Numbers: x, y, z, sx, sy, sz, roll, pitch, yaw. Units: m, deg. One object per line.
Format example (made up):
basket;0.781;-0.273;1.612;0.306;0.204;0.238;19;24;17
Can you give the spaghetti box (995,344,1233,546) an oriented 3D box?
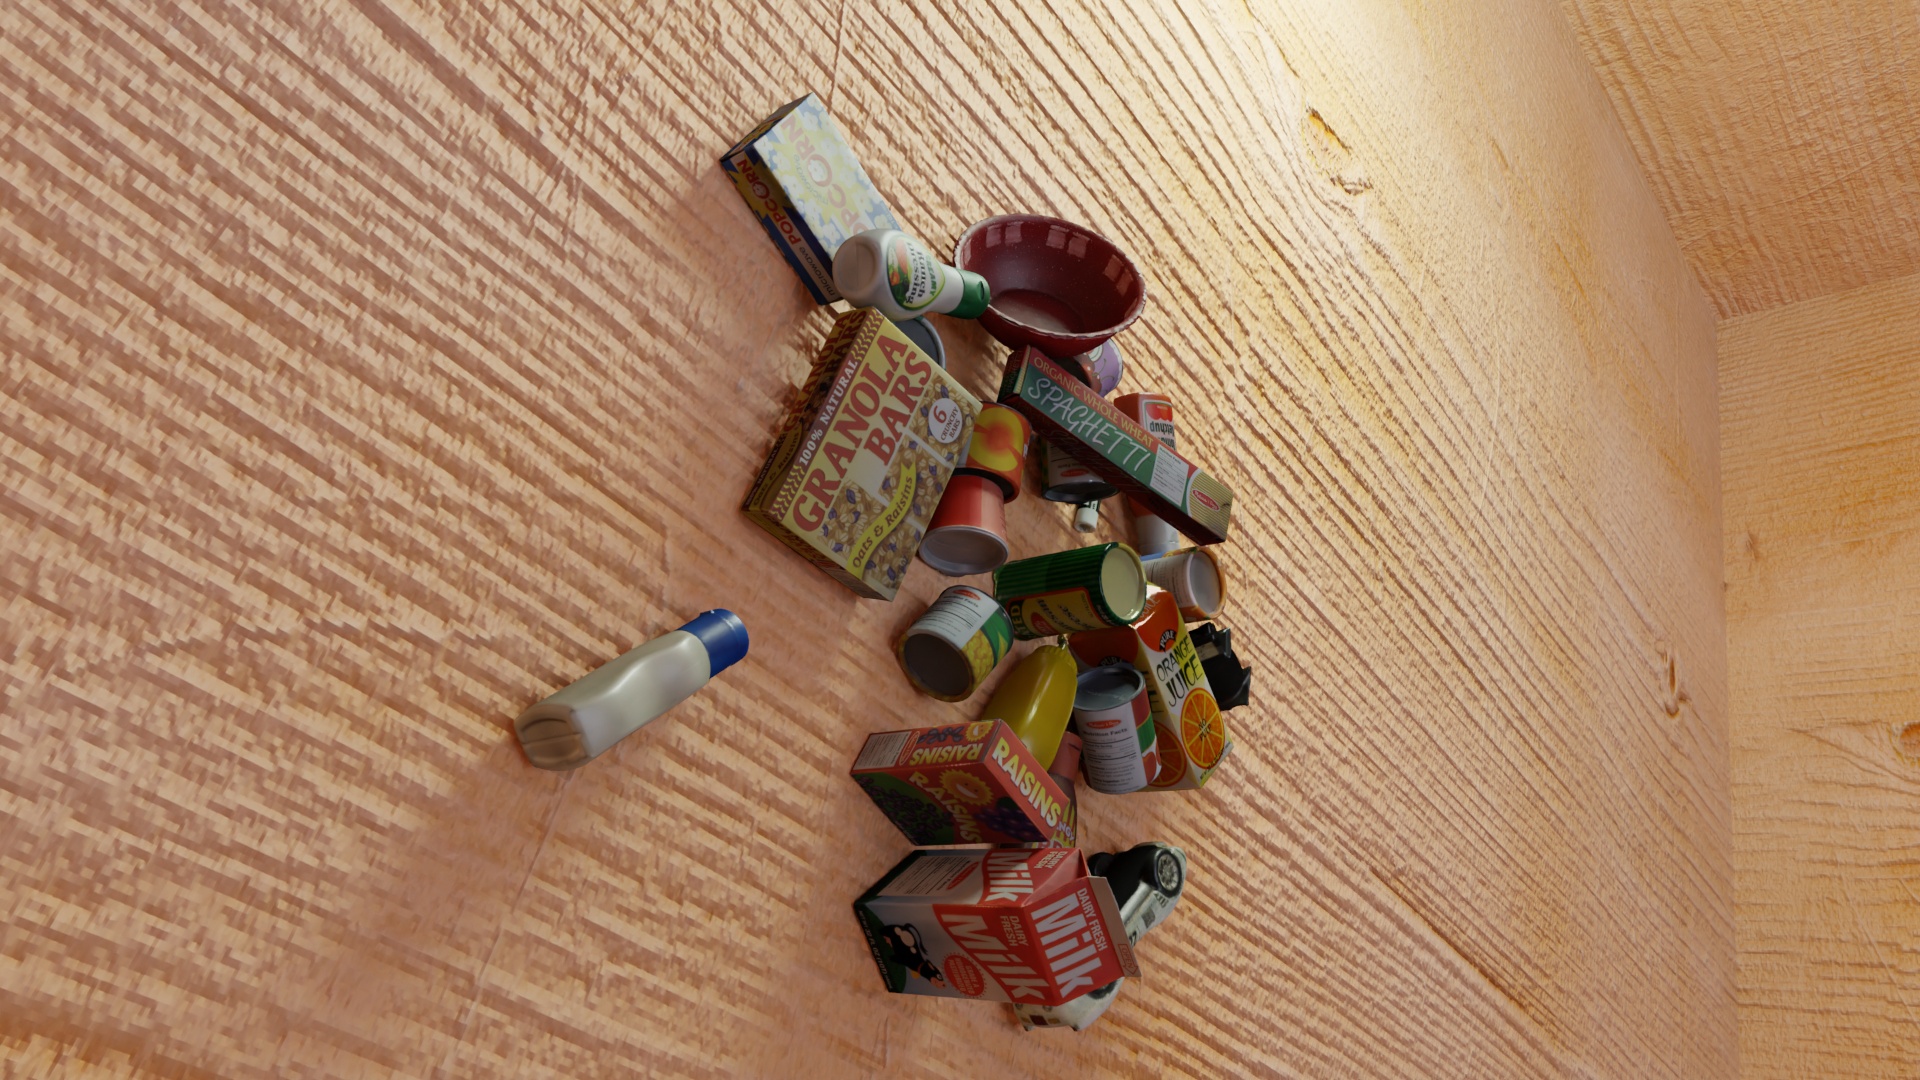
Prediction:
spaghetti box;0.130;-0.073;1.126;0.250;0.028;0.050;31;60;-30

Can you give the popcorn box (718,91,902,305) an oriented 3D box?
popcorn box;-0.104;-0.245;0.999;0.126;0.038;0.085;55;46;-24

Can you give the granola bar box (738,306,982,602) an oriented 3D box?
granola bar box;-0.066;-0.059;0.967;0.124;0.039;0.166;39;66;-36

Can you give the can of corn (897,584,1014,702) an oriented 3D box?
can of corn;-0.003;0.077;1.010;0.058;0.071;0.071;-45;114;-44

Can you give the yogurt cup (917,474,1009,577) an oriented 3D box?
yogurt cup;0.004;-0.013;1.044;0.072;0.072;0.054;34;49;-39

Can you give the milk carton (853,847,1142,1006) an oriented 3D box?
milk carton;0.029;0.249;0.904;0.074;0.190;0.072;-31;104;-48

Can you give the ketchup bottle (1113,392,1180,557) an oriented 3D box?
ketchup bottle;0.173;-0.058;1.265;0.065;0.043;0.149;4;78;-49

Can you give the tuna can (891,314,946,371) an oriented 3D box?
tuna can;-0.045;-0.137;1.042;0.071;0.032;0.071;16;68;-46

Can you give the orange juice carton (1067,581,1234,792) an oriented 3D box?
orange juice carton;0.155;0.112;1.176;0.072;0.073;0.192;-36;107;-47

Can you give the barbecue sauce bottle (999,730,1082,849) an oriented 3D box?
barbecue sauce bottle;0.063;0.219;1.065;0.065;0.043;0.149;37;54;-36

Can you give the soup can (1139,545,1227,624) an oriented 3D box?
soup can;0.183;0.043;1.218;0.071;0.083;0.071;16;68;-47

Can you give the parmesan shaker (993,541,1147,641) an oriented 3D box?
parmesan shaker;0.085;0.039;1.091;0.071;0.103;0.071;15;69;-46

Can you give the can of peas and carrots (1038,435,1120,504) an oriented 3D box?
can of peas and carrots;0.099;-0.067;1.167;0.071;0.071;0.059;11;71;-47

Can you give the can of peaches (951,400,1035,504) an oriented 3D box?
can of peaches;0.020;-0.066;1.071;0.071;0.071;0.058;34;57;-39

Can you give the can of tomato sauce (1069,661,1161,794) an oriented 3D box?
can of tomato sauce;0.124;0.152;1.124;0.071;0.071;0.082;-42;125;-46

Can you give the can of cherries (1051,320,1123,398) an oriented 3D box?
can of cherries;0.096;-0.145;1.179;0.059;0.071;0.071;-41;111;-45

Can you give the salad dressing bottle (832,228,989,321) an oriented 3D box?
salad dressing bottle;-0.032;-0.188;1.011;0.148;0.044;0.064;-1;88;-57

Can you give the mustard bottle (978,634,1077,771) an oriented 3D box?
mustard bottle;0.057;0.126;1.069;0.048;0.065;0.161;54;41;-19

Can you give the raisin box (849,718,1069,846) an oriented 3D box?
raisin box;-0.001;0.166;0.943;0.086;0.123;0.040;53;46;-26

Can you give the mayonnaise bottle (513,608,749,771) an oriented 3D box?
mayonnaise bottle;-0.183;0.083;0.806;0.149;0.064;0.041;-32;104;-52
